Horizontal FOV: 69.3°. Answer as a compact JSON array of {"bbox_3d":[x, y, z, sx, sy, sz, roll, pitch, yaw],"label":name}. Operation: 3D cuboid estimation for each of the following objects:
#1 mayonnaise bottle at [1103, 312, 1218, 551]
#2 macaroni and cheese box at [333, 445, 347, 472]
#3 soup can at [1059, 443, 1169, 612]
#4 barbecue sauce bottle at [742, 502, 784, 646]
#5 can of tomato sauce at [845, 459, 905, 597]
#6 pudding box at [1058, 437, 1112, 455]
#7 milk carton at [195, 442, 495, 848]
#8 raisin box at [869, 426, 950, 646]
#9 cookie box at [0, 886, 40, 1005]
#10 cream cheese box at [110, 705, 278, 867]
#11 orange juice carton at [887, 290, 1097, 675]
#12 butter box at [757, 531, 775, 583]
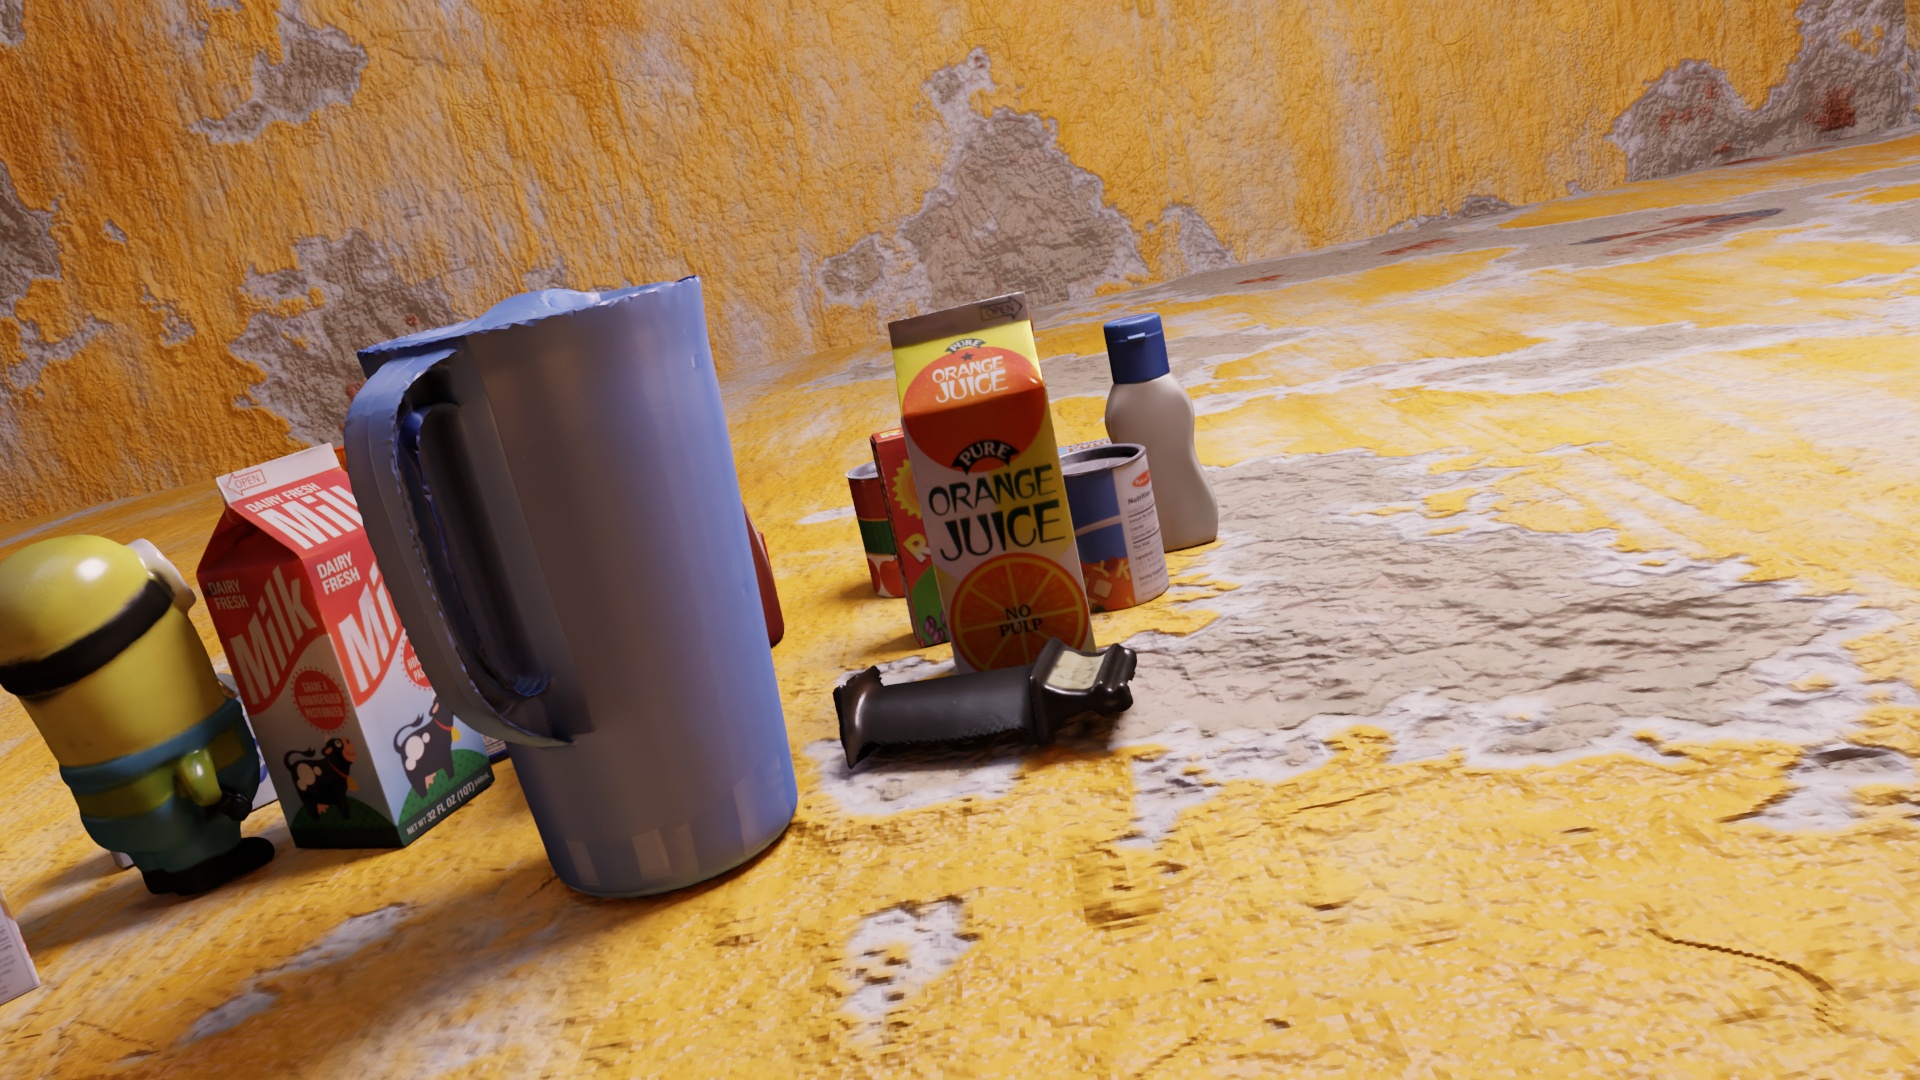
[{"bbox_3d":[0.121,-0.068,0.877,0.065,0.147,0.041,-11,14,5],"label":"mayonnaise bottle"},{"bbox_3d":[-0.387,0.000,0.998,0.040,0.166,0.124,-11,14,5],"label":"macaroni and cheese box"},{"bbox_3d":[0.080,-0.008,0.810,0.071,0.083,0.071,-11,14,3],"label":"soup can"},{"bbox_3d":[-0.155,-0.003,0.854,0.065,0.148,0.044,-7,14,19],"label":"barbecue sauce bottle"},{"bbox_3d":[-0.036,-0.012,0.923,0.071,0.083,0.071,-11,14,3],"label":"can of tomato sauce"},{"bbox_3d":[0.112,-0.050,1.018,0.084,0.049,0.030,-10,14,7],"label":"pudding box"},{"bbox_3d":[-0.306,0.051,0.685,0.073,0.190,0.072,-6,15,23],"label":"milk carton"},{"bbox_3d":[0.003,-0.010,0.802,0.086,0.123,0.040,-13,14,-5],"label":"raisin box"},{"bbox_3d":[-0.471,0.118,0.607,0.123,0.167,0.040,1,19,42],"label":"cookie box"},{"bbox_3d":[-0.410,0.128,0.751,0.024,0.053,0.104,0,19,41],"label":"cream cheese box"},{"bbox_3d":[0.017,-0.024,0.704,0.072,0.192,0.073,-11,14,4],"label":"orange juice carton"},{"bbox_3d":[-0.172,0.033,0.924,0.104,0.053,0.024,-24,18,-40],"label":"butter box"}]
